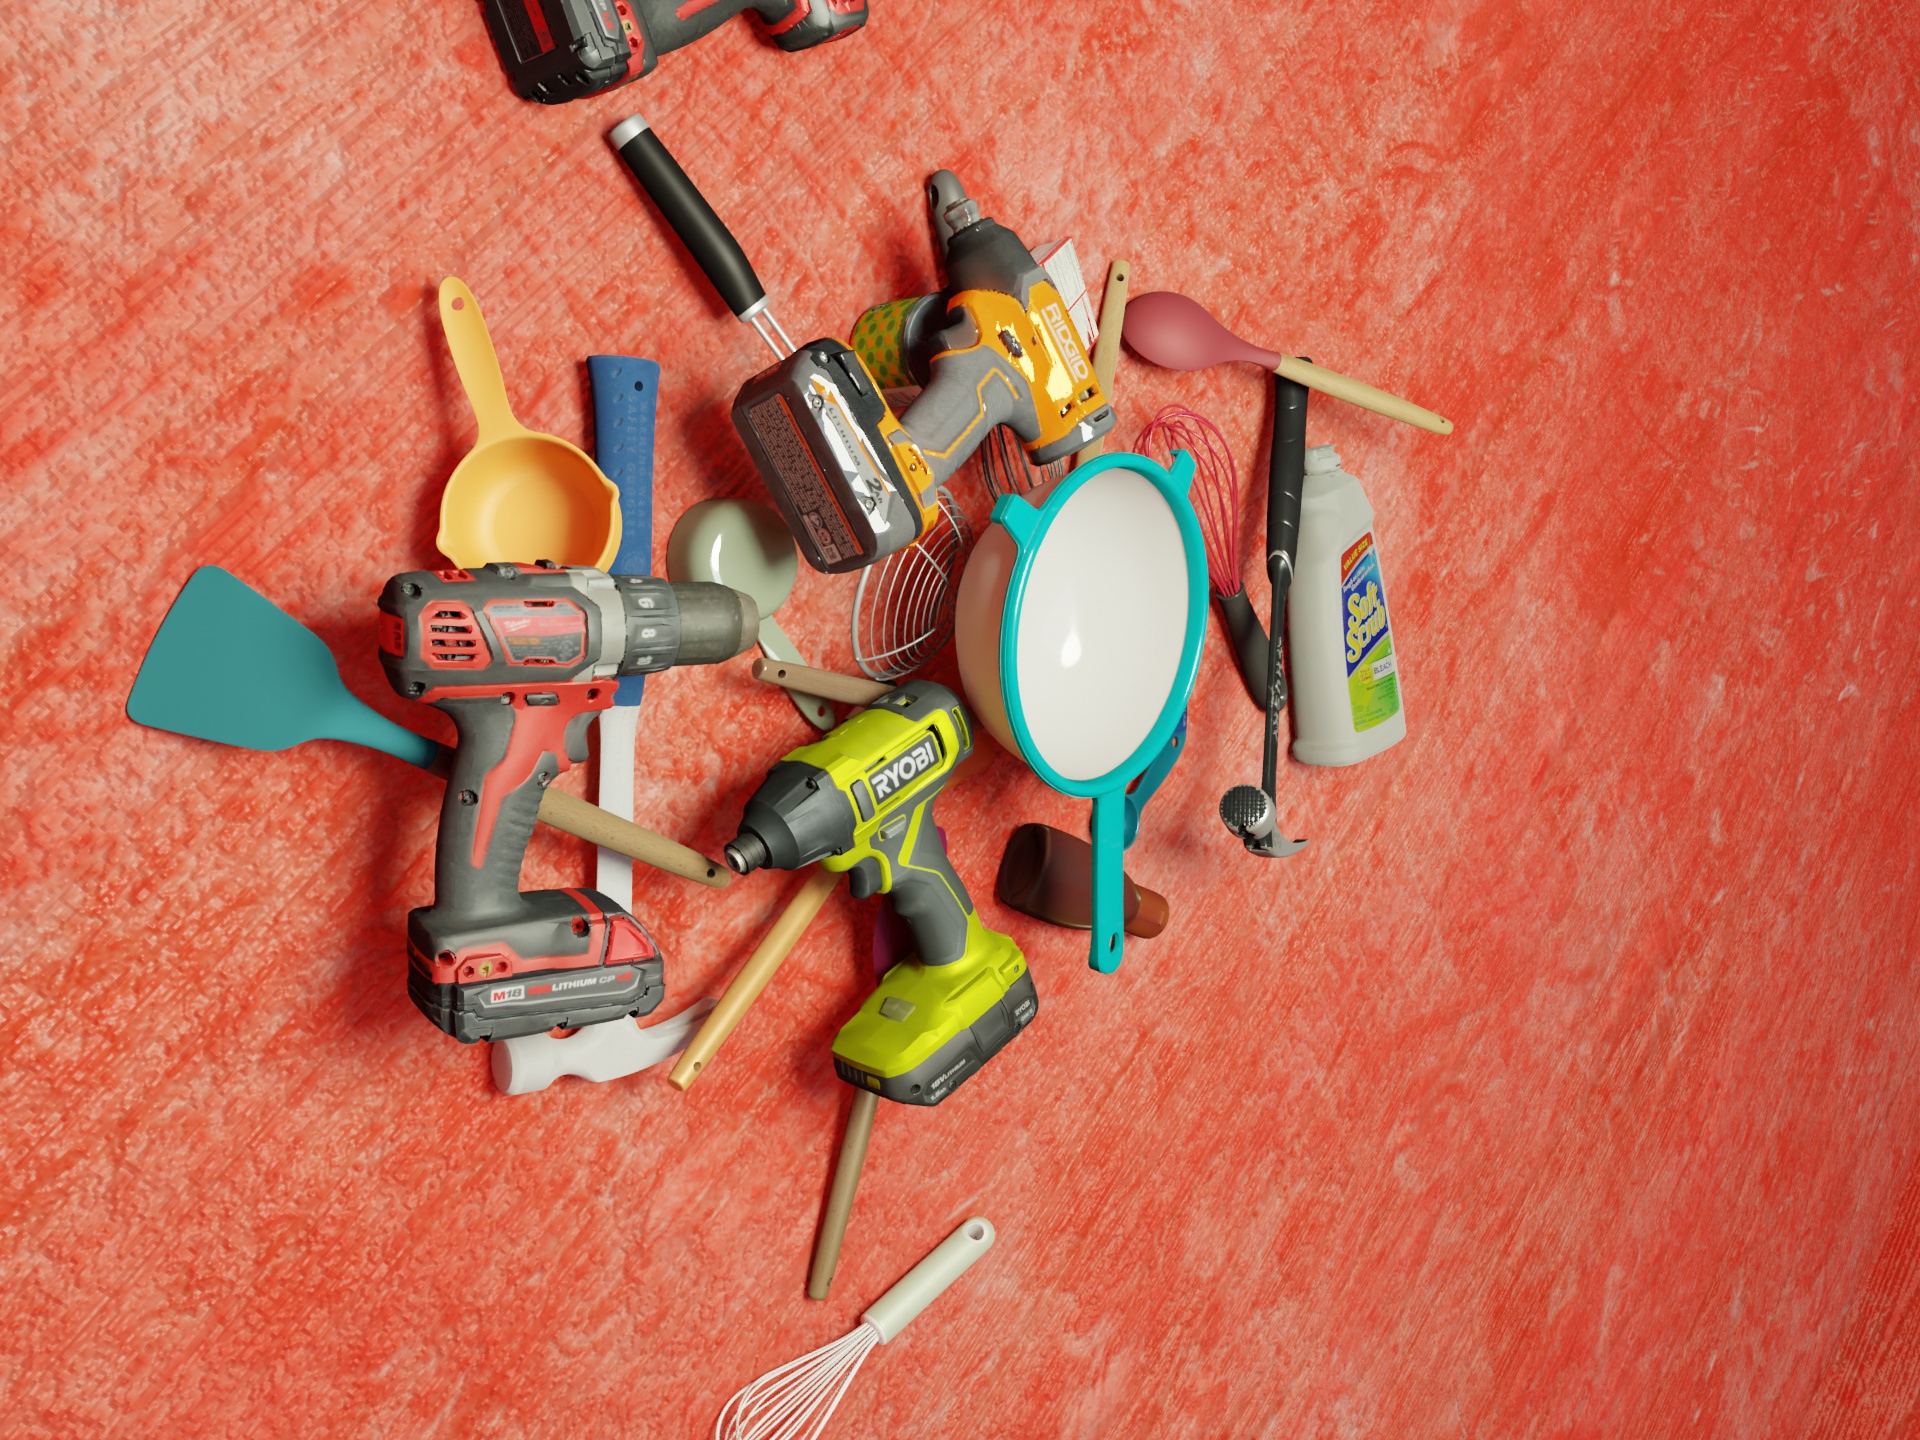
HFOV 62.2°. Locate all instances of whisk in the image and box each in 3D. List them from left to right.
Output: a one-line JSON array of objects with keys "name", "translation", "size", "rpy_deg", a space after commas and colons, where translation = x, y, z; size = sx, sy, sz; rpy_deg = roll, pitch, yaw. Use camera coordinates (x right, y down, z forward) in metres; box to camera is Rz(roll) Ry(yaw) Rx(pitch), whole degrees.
[{"name": "whisk", "translation": [-0.063, 0.410, 1.056], "size": [0.246, 0.058, 0.059], "rpy_deg": [-32, 149, -37]}, {"name": "whisk", "translation": [0.020, -0.242, 1.048], "size": [0.055, 0.055, 0.239], "rpy_deg": [-27, 107, -35]}, {"name": "whisk", "translation": [0.198, -0.114, 1.208], "size": [0.073, 0.073, 0.295], "rpy_deg": [-49, 130, -25]}]

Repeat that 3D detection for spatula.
[{"name": "spatula", "translation": [-0.253, 0.025, 0.824], "size": [0.317, 0.044, 0.082], "rpy_deg": [29, 78, -34]}, {"name": "spatula", "translation": [-0.079, 0.099, 0.981], "size": [0.323, 0.041, 0.081], "rpy_deg": [-55, 127, -37]}]

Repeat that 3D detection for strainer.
[{"name": "strainer", "translation": [0.064, -0.003, 1.013], "size": [0.211, 0.095, 0.340], "rpy_deg": [-23, 118, -46]}]

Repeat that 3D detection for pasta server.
[{"name": "pasta server", "translation": [-0.002, -0.003, 1.023], "size": [0.316, 0.040, 0.060], "rpy_deg": [13, 90, -44]}]

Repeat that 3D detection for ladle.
[{"name": "ladle", "translation": [0.090, -0.171, 1.107], "size": [0.078, 0.062, 0.320], "rpy_deg": [11, 84, -9]}, {"name": "ladle", "translation": [0.258, -0.263, 1.206], "size": [0.315, 0.031, 0.069], "rpy_deg": [12, 63, -28]}]

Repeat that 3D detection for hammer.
[{"name": "hammer", "translation": [-0.189, 0.002, 0.900], "size": [0.144, 0.035, 0.405], "rpy_deg": [-2, 96, -40]}, {"name": "hammer", "translation": [0.242, -0.093, 1.199], "size": [0.149, 0.036, 0.409], "rpy_deg": [40, 53, -59]}]

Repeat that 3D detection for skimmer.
[{"name": "skimmer", "translation": [-0.104, -0.185, 0.955], "size": [0.363, 0.090, 0.127], "rpy_deg": [53, 51, -20]}]

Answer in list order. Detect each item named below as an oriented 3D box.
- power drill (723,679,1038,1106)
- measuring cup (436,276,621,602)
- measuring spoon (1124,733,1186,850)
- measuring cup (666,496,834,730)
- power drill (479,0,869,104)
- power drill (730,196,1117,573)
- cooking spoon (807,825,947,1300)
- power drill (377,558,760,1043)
[{"name": "power drill", "translation": [-0.045, 0.110, 0.949], "size": [0.171, 0.080, 0.223], "rpy_deg": [-35, 118, -35]}, {"name": "measuring cup", "translation": [-0.234, -0.143, 0.831], "size": [0.095, 0.052, 0.173], "rpy_deg": [-18, 90, -4]}, {"name": "measuring spoon", "translation": [0.135, 0.048, 1.201], "size": [0.129, 0.021, 0.042], "rpy_deg": [-51, 125, -35]}, {"name": "measuring cup", "translation": [-0.111, -0.059, 0.957], "size": [0.083, 0.038, 0.167], "rpy_deg": [-45, 119, -28]}, {"name": "power drill", "translation": [-0.152, -0.423, 0.858], "size": [0.219, 0.079, 0.143], "rpy_deg": [-34, 116, -36]}, {"name": "power drill", "translation": [-0.018, -0.197, 0.913], "size": [0.226, 0.084, 0.164], "rpy_deg": [-37, 106, -36]}, {"name": "cooking spoon", "translation": [-0.055, 0.223, 1.035], "size": [0.068, 0.017, 0.319], "rpy_deg": [11, 94, -60]}, {"name": "power drill", "translation": [-0.191, 0.032, 0.797], "size": [0.187, 0.080, 0.226], "rpy_deg": [-4, 101, -33]}]
